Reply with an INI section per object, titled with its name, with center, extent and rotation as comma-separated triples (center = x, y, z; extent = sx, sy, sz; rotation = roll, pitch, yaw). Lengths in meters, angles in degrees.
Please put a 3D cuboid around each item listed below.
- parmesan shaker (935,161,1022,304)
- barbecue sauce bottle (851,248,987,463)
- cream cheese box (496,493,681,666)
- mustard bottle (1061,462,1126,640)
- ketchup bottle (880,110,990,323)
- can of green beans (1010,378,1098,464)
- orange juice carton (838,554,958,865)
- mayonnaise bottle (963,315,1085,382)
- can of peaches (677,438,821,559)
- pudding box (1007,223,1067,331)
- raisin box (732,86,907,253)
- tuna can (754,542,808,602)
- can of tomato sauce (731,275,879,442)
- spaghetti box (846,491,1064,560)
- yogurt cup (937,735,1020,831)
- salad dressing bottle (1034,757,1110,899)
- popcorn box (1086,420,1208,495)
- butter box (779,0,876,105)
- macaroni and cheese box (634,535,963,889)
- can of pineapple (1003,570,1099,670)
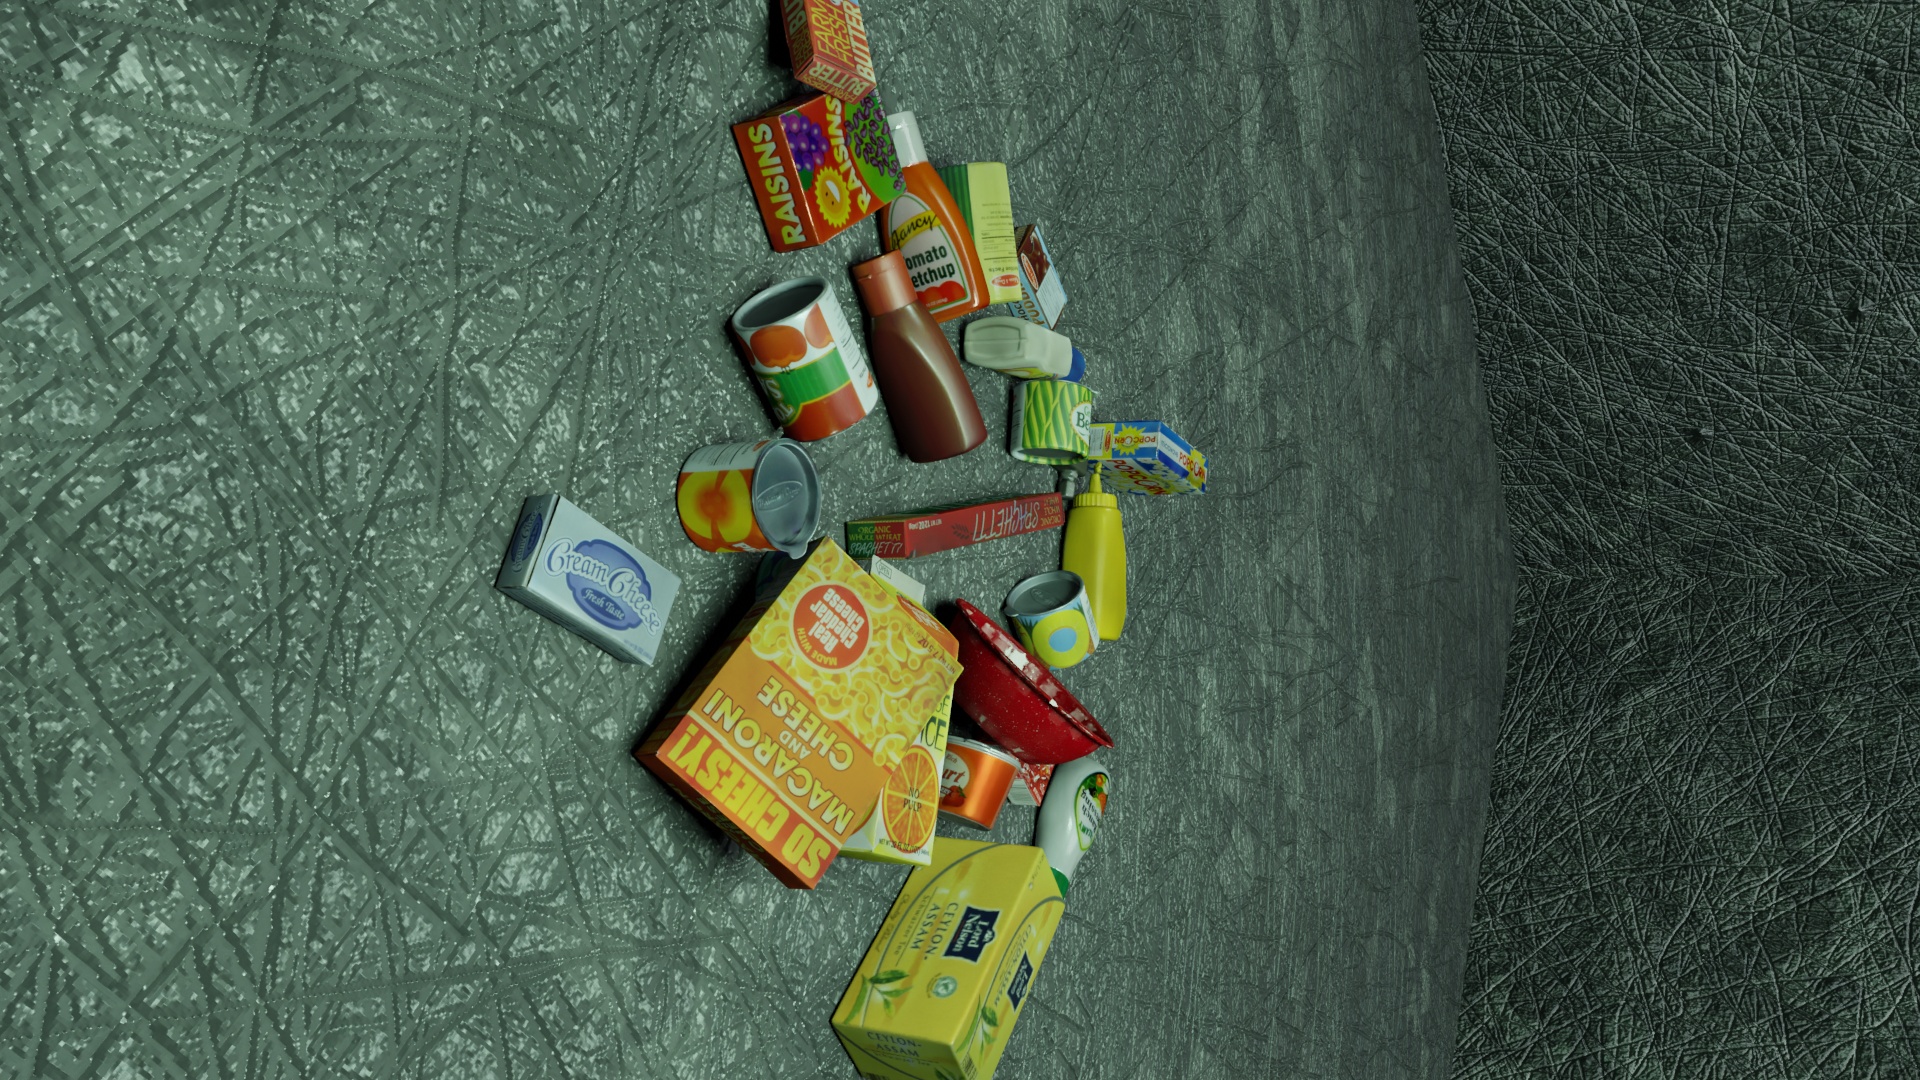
[parmesan shaker]
center = 0.009, -0.230, 1.055
extent = 0.071, 0.071, 0.103
rotation = -20, 105, -58
[barbecue sauce bottle]
center = -0.034, -0.130, 0.983
extent = 0.044, 0.065, 0.148
rotation = -37, 111, -45
[cream cheese box]
center = -0.194, 0.023, 0.733
extent = 0.103, 0.024, 0.053
rotation = 44, 51, -50
[mustard bottle]
center = 0.120, 0.009, 1.246
extent = 0.065, 0.049, 0.160
rotation = 17, 73, -58
[ketchup bottle]
center = -0.029, -0.230, 0.998
extent = 0.044, 0.064, 0.148
rotation = -39, 113, -66
[can of green beans]
center = 0.076, -0.098, 1.159
extent = 0.071, 0.071, 0.058
rotation = 20, 72, -58
[orange juice carton]
center = -0.054, 0.111, 0.918
extent = 0.071, 0.073, 0.193
rotation = 33, 60, -54
[mayonnaise bottle]
center = 0.060, -0.153, 1.143
extent = 0.148, 0.065, 0.041
rotation = 4, 88, -63
[can of peaches]
center = -0.124, -0.023, 0.822
extent = 0.071, 0.058, 0.071
rotation = 5, 84, -60
[pudding box]
center = 0.058, -0.219, 1.173
extent = 0.083, 0.030, 0.050
rotation = 61, 41, -38
[raisin box]
center = -0.090, -0.250, 0.913
extent = 0.124, 0.040, 0.085
rotation = -49, 129, -51
[tuna can]
center = -0.100, 0.035, 0.884
extent = 0.071, 0.033, 0.071
rotation = 6, 83, -59
[can of tomato sauce]
center = -0.098, -0.112, 0.867
extent = 0.071, 0.071, 0.082
rotation = -59, 136, -43
[spaghetti box]
center = 0.004, -0.013, 1.048
extent = 0.251, 0.050, 0.028
rotation = -12, 100, -60
[yogurt cup]
center = 0.005, 0.181, 1.026
extent = 0.072, 0.072, 0.054
rotation = 42, 61, -51
[salad dressing bottle]
center = 0.086, 0.254, 1.177
extent = 0.064, 0.044, 0.148
rotation = 62, 39, -36
[popcorn box]
center = 0.170, -0.076, 1.300
extent = 0.126, 0.085, 0.038
rotation = 25, 68, -57
[butter box]
center = -0.088, -0.334, 0.894
extent = 0.053, 0.024, 0.104
rotation = 12, 58, -44
[macaroni and cheese box]
center = -0.090, 0.100, 0.816
extent = 0.123, 0.040, 0.167
rotation = 45, 59, -16
[can of pineapple]
center = 0.075, 0.067, 1.152
extent = 0.071, 0.071, 0.057
rotation = -52, 132, -48
